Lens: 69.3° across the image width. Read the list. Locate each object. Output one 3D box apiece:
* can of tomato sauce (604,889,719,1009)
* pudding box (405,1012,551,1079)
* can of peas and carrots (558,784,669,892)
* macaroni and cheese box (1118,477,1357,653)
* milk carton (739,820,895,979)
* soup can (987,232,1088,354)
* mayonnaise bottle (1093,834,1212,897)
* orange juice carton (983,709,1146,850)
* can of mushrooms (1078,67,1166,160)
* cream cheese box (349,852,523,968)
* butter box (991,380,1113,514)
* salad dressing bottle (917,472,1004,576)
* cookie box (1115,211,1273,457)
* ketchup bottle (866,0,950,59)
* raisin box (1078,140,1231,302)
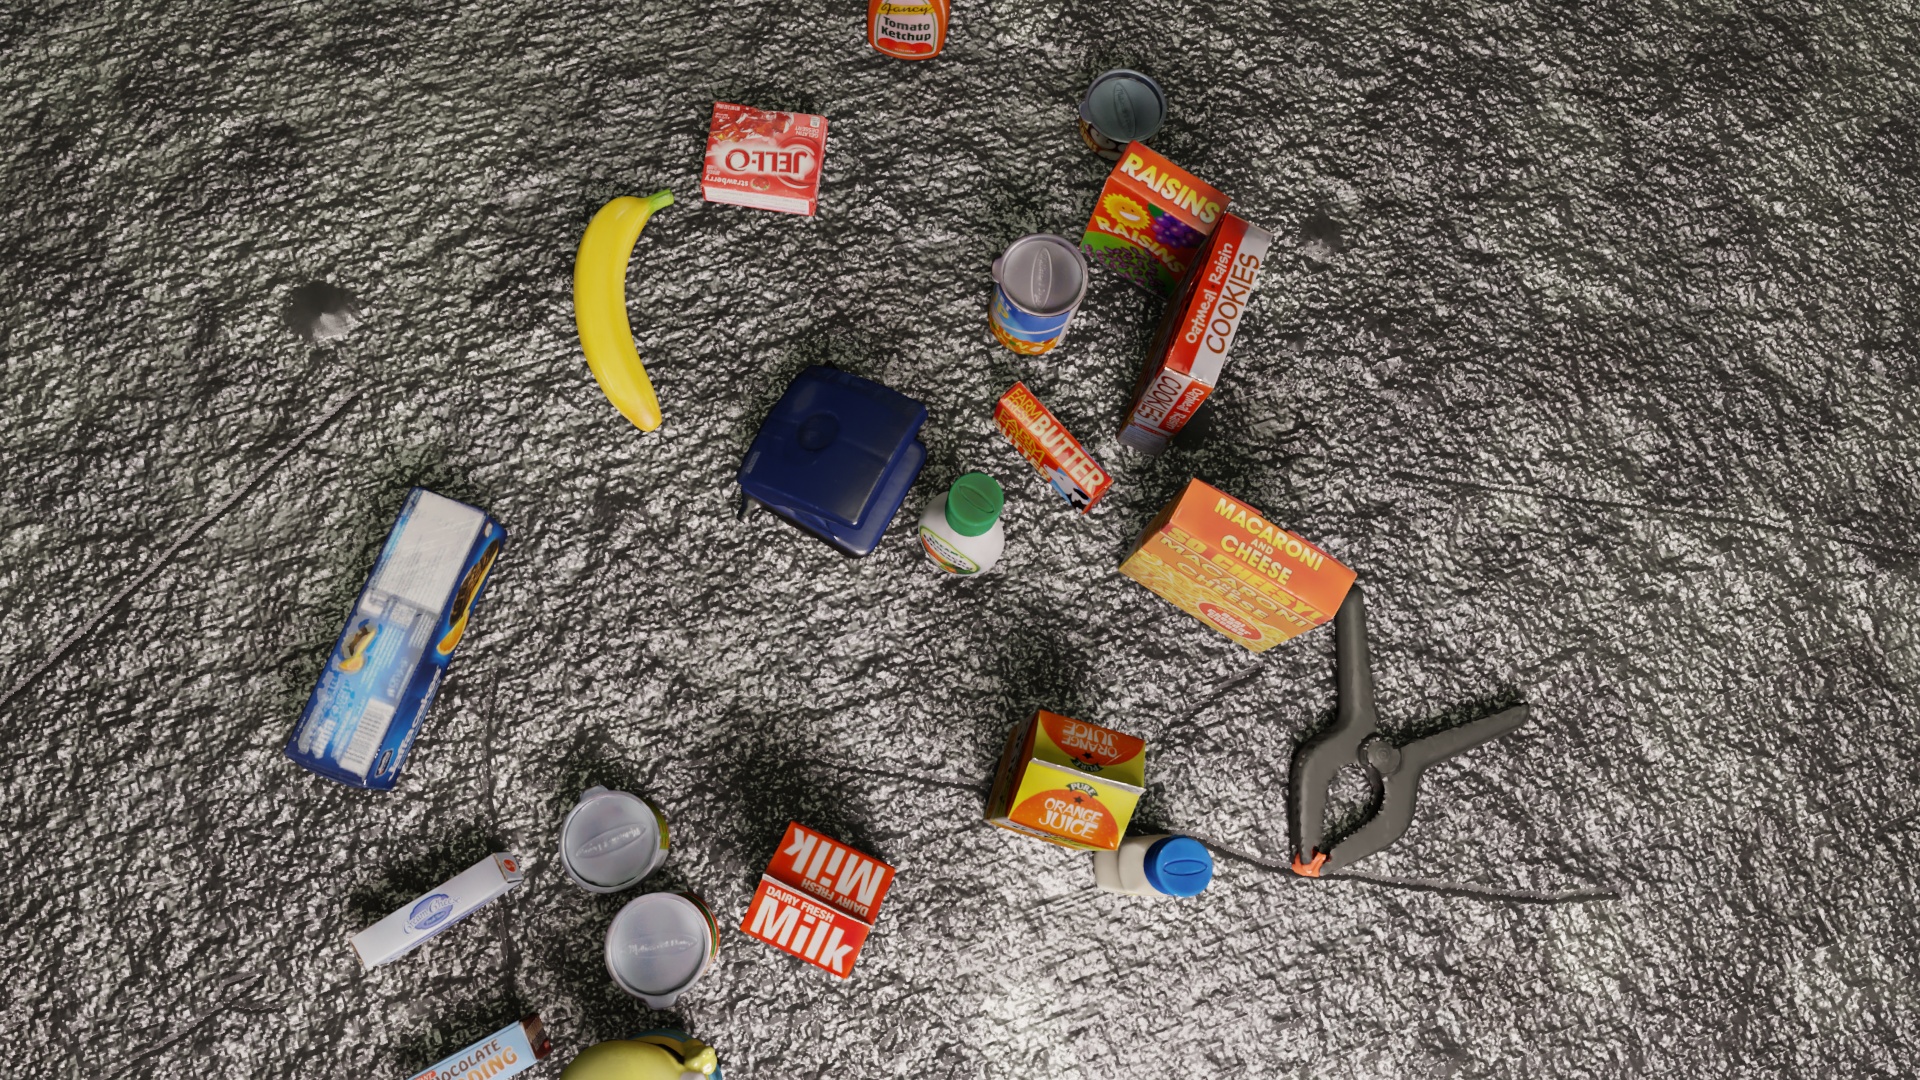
[{"bbox_3d":[-0.194,0.267,0.914,0.071,0.083,0.071,1,77,-5],"label":"can of tomato sauce"},{"bbox_3d":[-0.314,0.342,0.902,0.084,0.049,0.030,-26,81,-11],"label":"pudding box"},{"bbox_3d":[-0.234,0.201,0.938,0.071,0.058,0.071,1,77,-5],"label":"can of peas and carrots"},{"bbox_3d":[0.186,0.020,0.965,0.124,0.166,0.040,31,77,2],"label":"macaroni and cheese box"},{"bbox_3d":[-0.089,0.225,0.879,0.072,0.190,0.073,25,76,1],"label":"milk carton"},{"bbox_3d":[0.054,-0.184,1.043,0.071,0.083,0.071,1,77,-5],"label":"soup can"},{"bbox_3d":[0.131,0.217,0.923,0.065,0.147,0.041,-2,78,-6],"label":"mayonnaise bottle"},{"bbox_3d":[0.067,0.158,0.908,0.072,0.192,0.073,17,76,-1],"label":"orange juice carton"},{"bbox_3d":[0.127,-0.340,1.112,0.071,0.033,0.071,1,77,-5],"label":"can of mushrooms"},{"bbox_3d":[-0.345,0.244,0.920,0.104,0.053,0.024,-31,82,-11],"label":"cream cheese box"},{"bbox_3d":[0.067,-0.068,1.033,0.024,0.053,0.103,-41,84,-12],"label":"butter box"},{"bbox_3d":[0.003,-0.012,0.965,0.064,0.147,0.044,37,77,3],"label":"salad dressing bottle"},{"bbox_3d":[0.164,-0.143,1.001,0.040,0.167,0.123,22,76,0],"label":"cookie box"},{"bbox_3d":[-0.038,-0.425,1.057,0.065,0.148,0.043,7,77,-4],"label":"ketchup bottle"},{"bbox_3d":[0.144,-0.238,1.044,0.086,0.123,0.040,33,77,3],"label":"raisin box"}]
